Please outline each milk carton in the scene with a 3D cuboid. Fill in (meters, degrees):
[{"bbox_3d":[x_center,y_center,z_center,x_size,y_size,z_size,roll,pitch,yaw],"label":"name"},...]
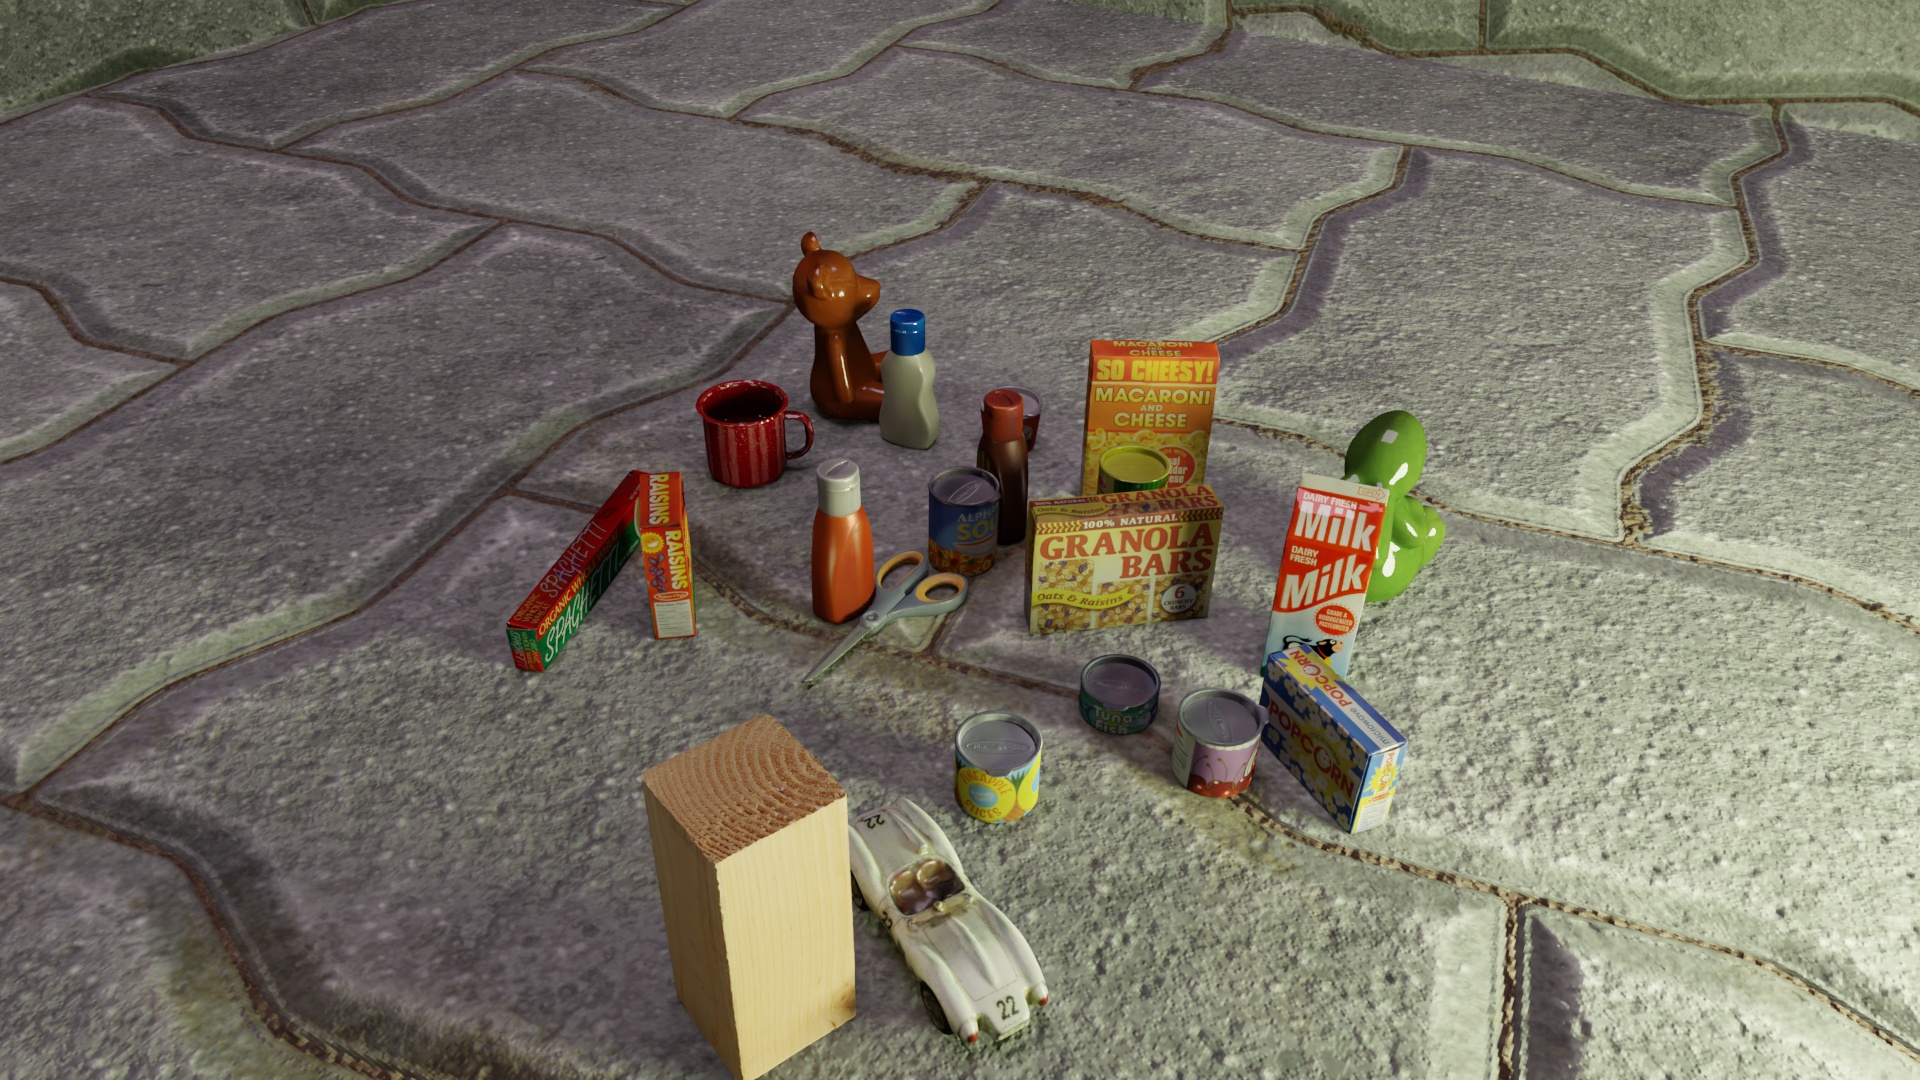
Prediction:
[{"bbox_3d":[0.303,0.029,1.154,0.072,0.189,0.074,12,37,15],"label":"milk carton"}]

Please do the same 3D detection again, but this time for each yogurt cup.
[{"bbox_3d":[0.053,-0.126,1.481,0.072,0.053,0.073,1,36,0],"label":"yogurt cup"}]

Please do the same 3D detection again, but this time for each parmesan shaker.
[{"bbox_3d":[0.160,-0.032,1.310,0.071,0.102,0.072,1,36,0],"label":"parmesan shaker"}]

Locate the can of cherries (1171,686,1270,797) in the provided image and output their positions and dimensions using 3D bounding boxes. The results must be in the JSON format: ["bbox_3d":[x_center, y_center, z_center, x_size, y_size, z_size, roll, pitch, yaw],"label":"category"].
[{"bbox_3d":[0.203,0.158,1.085,0.071,0.058,0.072,1,36,0],"label":"can of cherries"}]

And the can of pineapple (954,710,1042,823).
[{"bbox_3d":[0.027,0.174,1.059,0.071,0.057,0.071,1,36,0],"label":"can of pineapple"}]

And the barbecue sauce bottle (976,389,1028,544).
[{"bbox_3d":[0.040,-0.071,1.324,0.044,0.147,0.065,-16,39,-23],"label":"barbecue sauce bottle"}]

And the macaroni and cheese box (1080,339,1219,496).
[{"bbox_3d":[0.185,-0.118,1.376,0.124,0.165,0.040,1,36,0],"label":"macaroni and cheese box"}]

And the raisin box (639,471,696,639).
[{"bbox_3d":[-0.257,0.013,1.220,0.040,0.122,0.086,-5,36,-8],"label":"raisin box"}]

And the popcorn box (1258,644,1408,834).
[{"bbox_3d":[0.283,0.152,1.073,0.038,0.084,0.127,-15,39,-21],"label":"popcorn box"}]

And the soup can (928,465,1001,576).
[{"bbox_3d":[0.005,-0.016,1.301,0.071,0.083,0.072,1,36,0],"label":"soup can"}]

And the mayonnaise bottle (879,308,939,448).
[{"bbox_3d":[-0.054,-0.170,1.458,0.065,0.147,0.041,15,38,19],"label":"mayonnaise bottle"}]

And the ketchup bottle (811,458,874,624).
[{"bbox_3d":[-0.104,-0.001,1.221,0.043,0.148,0.065,22,41,27],"label":"ketchup bottle"}]

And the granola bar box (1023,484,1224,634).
[{"bbox_3d":[0.140,0.017,1.224,0.166,0.123,0.039,-5,36,-8],"label":"granola bar box"}]

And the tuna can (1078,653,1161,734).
[{"bbox_3d":[0.131,0.128,1.146,0.071,0.032,0.071,1,36,0],"label":"tuna can"}]

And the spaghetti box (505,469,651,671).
[{"bbox_3d":[-0.338,0.023,1.267,0.029,0.049,0.251,9,36,11],"label":"spaghetti box"}]
